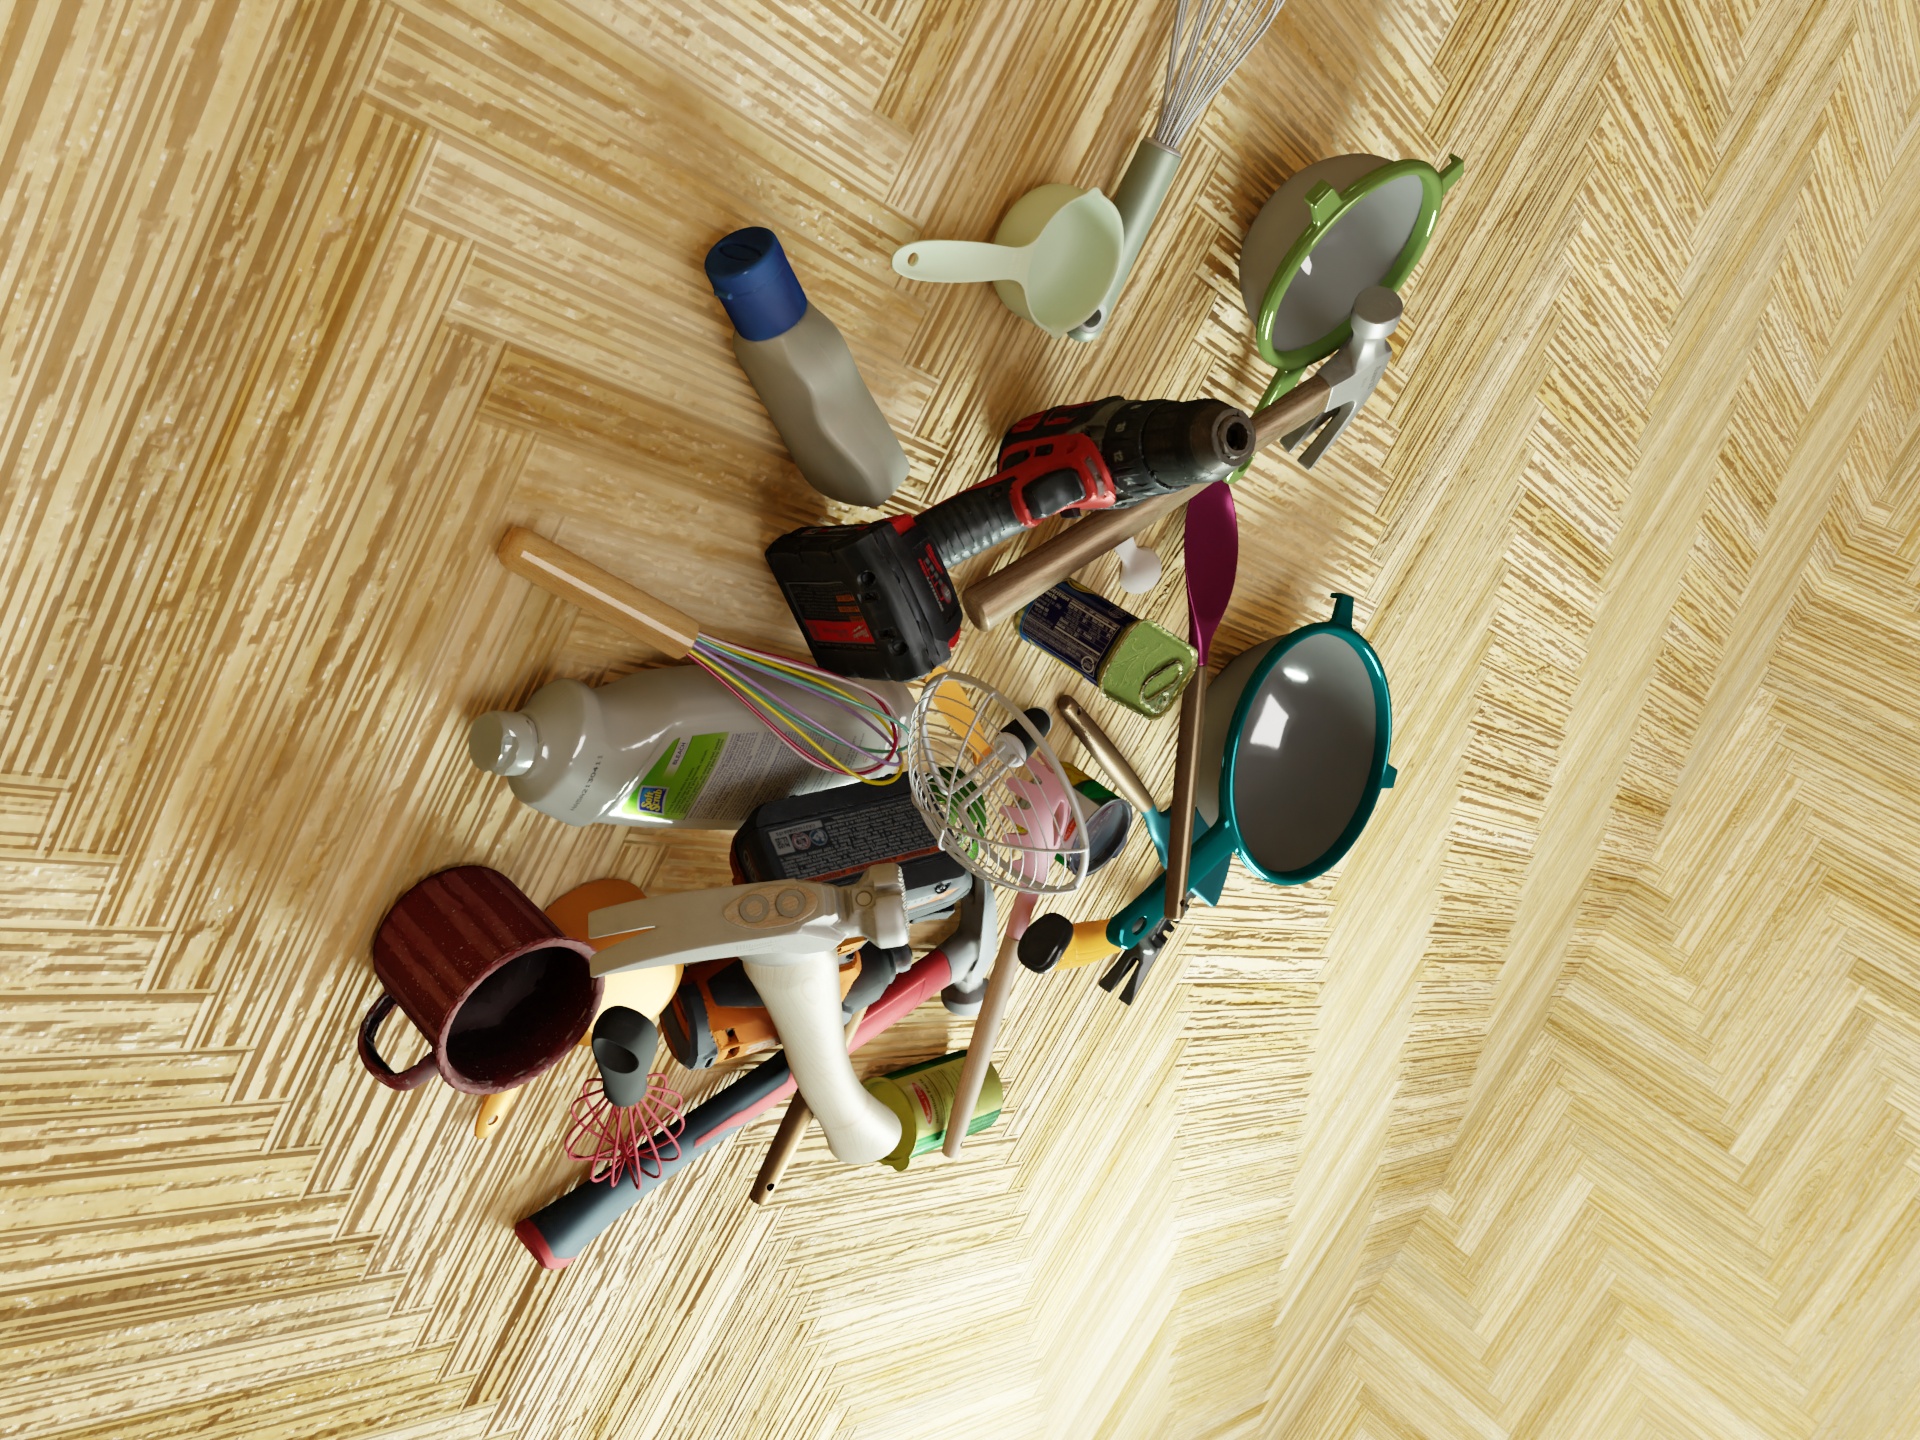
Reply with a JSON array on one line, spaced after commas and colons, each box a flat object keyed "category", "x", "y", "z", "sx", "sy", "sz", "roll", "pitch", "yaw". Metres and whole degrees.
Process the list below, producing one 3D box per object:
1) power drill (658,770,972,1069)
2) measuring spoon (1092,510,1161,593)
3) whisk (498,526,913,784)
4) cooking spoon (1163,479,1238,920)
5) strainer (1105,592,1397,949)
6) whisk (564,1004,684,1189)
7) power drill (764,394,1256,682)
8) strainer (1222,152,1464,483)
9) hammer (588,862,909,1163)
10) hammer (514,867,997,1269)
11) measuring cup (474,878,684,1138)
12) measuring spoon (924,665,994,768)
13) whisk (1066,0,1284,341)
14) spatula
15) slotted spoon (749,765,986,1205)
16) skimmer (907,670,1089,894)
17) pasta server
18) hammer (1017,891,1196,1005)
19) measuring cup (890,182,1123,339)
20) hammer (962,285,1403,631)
[{"category": "power drill", "x": -0.076, "y": 0.121, "z": 0.925, "sx": 0.164, "sy": 0.084, "sz": 0.226, "roll": -12, "pitch": 152, "yaw": -30}, {"category": "measuring spoon", "x": 0.112, "y": -0.122, "z": 1.070, "sx": 0.034, "sy": 0.018, "sz": 0.124, "roll": -50, "pitch": 145, "yaw": -7}, {"category": "whisk", "x": -0.117, "y": -0.028, "z": 0.786, "sx": 0.244, "sy": 0.051, "sz": 0.047, "roll": 30, "pitch": 69, "yaw": -34}, {"category": "cooking spoon", "x": 0.166, "y": -0.014, "z": 1.137, "sx": 0.068, "sy": 0.017, "sz": 0.319, "roll": -1, "pitch": 97, "yaw": -48}, {"category": "strainer", "x": 0.205, "y": 0.056, "z": 1.249, "sx": 0.340, "sy": 0.095, "sz": 0.210, "roll": -39, "pitch": 124, "yaw": -27}, {"category": "whisk", "x": -0.182, "y": 0.203, "z": 0.866, "sx": 0.073, "sy": 0.073, "sz": 0.295, "roll": -37, "pitch": 166, "yaw": -25}, {"category": "power drill", "x": 0.030, "y": -0.108, "z": 0.843, "sx": 0.227, "sy": 0.188, "sz": 0.080, "roll": -33, "pitch": 110, "yaw": -25}, {"category": "strainer", "x": 0.211, "y": -0.268, "z": 1.041, "sx": 0.151, "sy": 0.069, "sz": 0.256, "roll": -24, "pitch": 153, "yaw": -36}, {"category": "hammer", "x": -0.090, "y": 0.185, "z": 0.888, "sx": 0.146, "sy": 0.038, "sz": 0.410, "roll": -8, "pitch": 151, "yaw": -2}, {"category": "hammer", "x": -0.124, "y": 0.230, "z": 1.069, "sx": 0.386, "sy": 0.038, "sz": 0.143, "roll": -30, "pitch": 137, "yaw": -32}, {"category": "measuring cup", "x": -0.218, "y": 0.175, "z": 0.892, "sx": 0.095, "sy": 0.052, "sz": 0.173, "roll": 22, "pitch": 100, "yaw": -55}, {"category": "measuring spoon", "x": -0.002, "y": -0.003, "z": 1.045, "sx": 0.021, "sy": 0.011, "sz": 0.116, "roll": -47, "pitch": 142, "yaw": -12}, {"category": "whisk", "x": 0.115, "y": -0.326, "z": 0.881, "sx": 0.057, "sy": 0.059, "sz": 0.246, "roll": 18, "pitch": 112, "yaw": -17}, {"category": "spatula", "x": 0.146, "y": 0.054, "z": 1.241, "sx": 0.317, "sy": 0.044, "sz": 0.082, "roll": 46, "pitch": 57, "yaw": -54}, {"category": "slotted spoon", "x": -0.063, "y": 0.176, "z": 1.051, "sx": 0.070, "sy": 0.031, "sz": 0.314, "roll": 29, "pitch": 86, "yaw": -31}, {"category": "skimmer", "x": 0.043, "y": 0.014, "z": 0.921, "sx": 0.090, "sy": 0.127, "sz": 0.363, "roll": -31, "pitch": -178, "yaw": 14}, {"category": "pasta server", "x": 0.025, "y": 0.175, "z": 1.141, "sx": 0.060, "sy": 0.040, "sz": 0.316, "roll": -16, "pitch": 125, "yaw": -59}, {"category": "hammer", "x": 0.110, "y": 0.175, "z": 1.242, "sx": 0.127, "sy": 0.034, "sz": 0.336, "roll": -60, "pitch": 159, "yaw": 7}, {"category": "measuring cup", "x": 0.018, "y": -0.246, "z": 0.835, "sx": 0.167, "sy": 0.038, "sz": 0.083, "roll": -13, "pitch": 129, "yaw": -42}, {"category": "hammer", "x": 0.142, "y": -0.153, "z": 1.020, "sx": 0.331, "sy": 0.031, "sz": 0.130, "roll": -33, "pitch": 158, "yaw": -12}]
